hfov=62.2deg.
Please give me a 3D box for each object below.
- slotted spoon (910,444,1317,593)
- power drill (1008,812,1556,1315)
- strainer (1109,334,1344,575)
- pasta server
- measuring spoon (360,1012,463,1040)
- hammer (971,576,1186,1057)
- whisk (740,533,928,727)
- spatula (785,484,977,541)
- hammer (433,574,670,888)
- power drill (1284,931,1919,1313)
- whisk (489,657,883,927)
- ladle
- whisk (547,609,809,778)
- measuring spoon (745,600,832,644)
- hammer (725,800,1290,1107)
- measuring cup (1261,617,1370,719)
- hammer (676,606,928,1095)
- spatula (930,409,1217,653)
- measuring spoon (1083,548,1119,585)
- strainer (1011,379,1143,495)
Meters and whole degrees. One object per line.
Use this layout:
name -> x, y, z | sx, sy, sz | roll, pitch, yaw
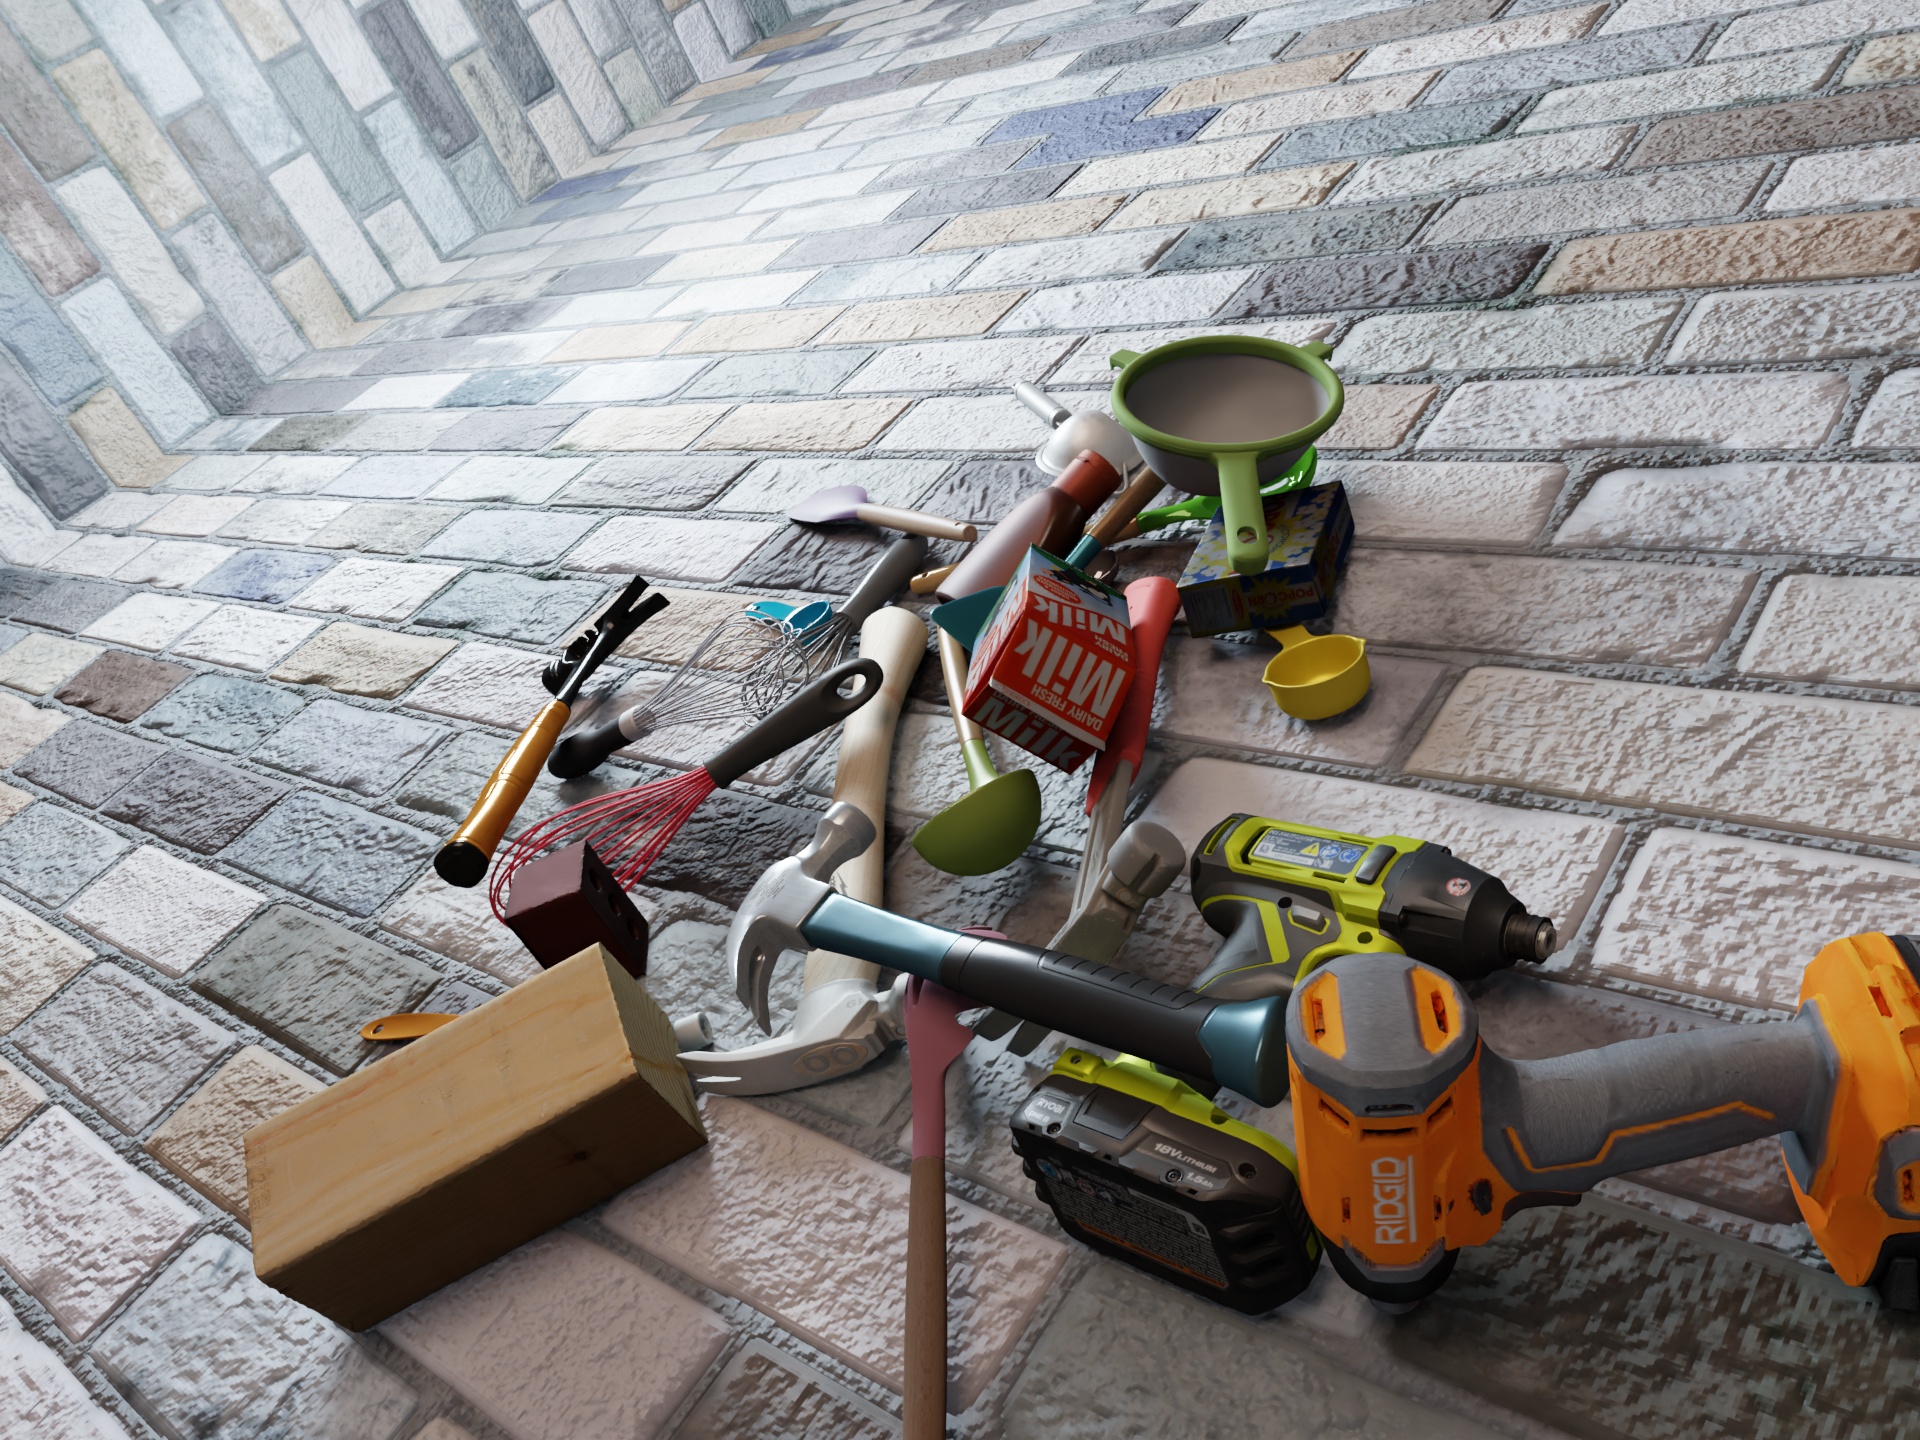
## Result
slotted spoon -> 0.105, -0.135, 1.135 | 0.314, 0.031, 0.070 | -13, 37, 23
power drill -> 0.140, 0.134, 0.693 | 0.171, 0.080, 0.223 | 9, 44, 43
strainer -> 0.174, -0.157, 1.019 | 0.151, 0.069, 0.257 | -1, 43, 5
pasta server -> -0.007, 0.220, 0.692 | 0.060, 0.040, 0.317 | -54, 25, 41
measuring spoon -> -0.339, 0.196, 1.007 | 0.117, 0.011, 0.021 | -9, 36, 31
hammer -> 0.085, 0.023, 0.889 | 0.149, 0.036, 0.359 | -55, 8, 32
whisk -> -0.086, -0.071, 1.168 | 0.055, 0.055, 0.239 | 0, 37, 35
spatula -> -0.064, -0.166, 1.273 | 0.060, 0.018, 0.316 | -34, 25, -17
hammer -> -0.295, 0.008, 1.134 | 0.127, 0.034, 0.337 | -40, 19, 22
power drill -> 0.232, 0.151, 0.553 | 0.226, 0.164, 0.084 | -5, 37, 10
whisk -> -0.175, 0.046, 1.024 | 0.296, 0.073, 0.073 | -33, 33, 1
ladle -> -0.002, -0.003, 0.989 | 0.078, 0.062, 0.320 | -35, 26, 12
whisk -> -0.206, -0.009, 1.105 | 0.284, 0.070, 0.070 | -23, 28, 39
measuring spoon -> -0.135, -0.076, 1.238 | 0.042, 0.021, 0.129 | -42, 27, -19
hammer -> 0.010, 0.110, 0.714 | 0.331, 0.033, 0.128 | 8, 48, 46
measuring cup -> 0.200, -0.041, 0.947 | 0.062, 0.029, 0.157 | -22, 21, 4
hammer -> -0.071, 0.057, 0.985 | 0.146, 0.038, 0.411 | -18, 33, 16
spatula -> 0.109, -0.142, 1.082 | 0.082, 0.044, 0.317 | 37, 69, 15
measuring spoon -> 0.085, -0.069, 1.073 | 0.034, 0.018, 0.124 | -8, 44, 29
strainer -> 0.083, -0.244, 1.291 | 0.087, 0.050, 0.259 | -15, 28, -10
